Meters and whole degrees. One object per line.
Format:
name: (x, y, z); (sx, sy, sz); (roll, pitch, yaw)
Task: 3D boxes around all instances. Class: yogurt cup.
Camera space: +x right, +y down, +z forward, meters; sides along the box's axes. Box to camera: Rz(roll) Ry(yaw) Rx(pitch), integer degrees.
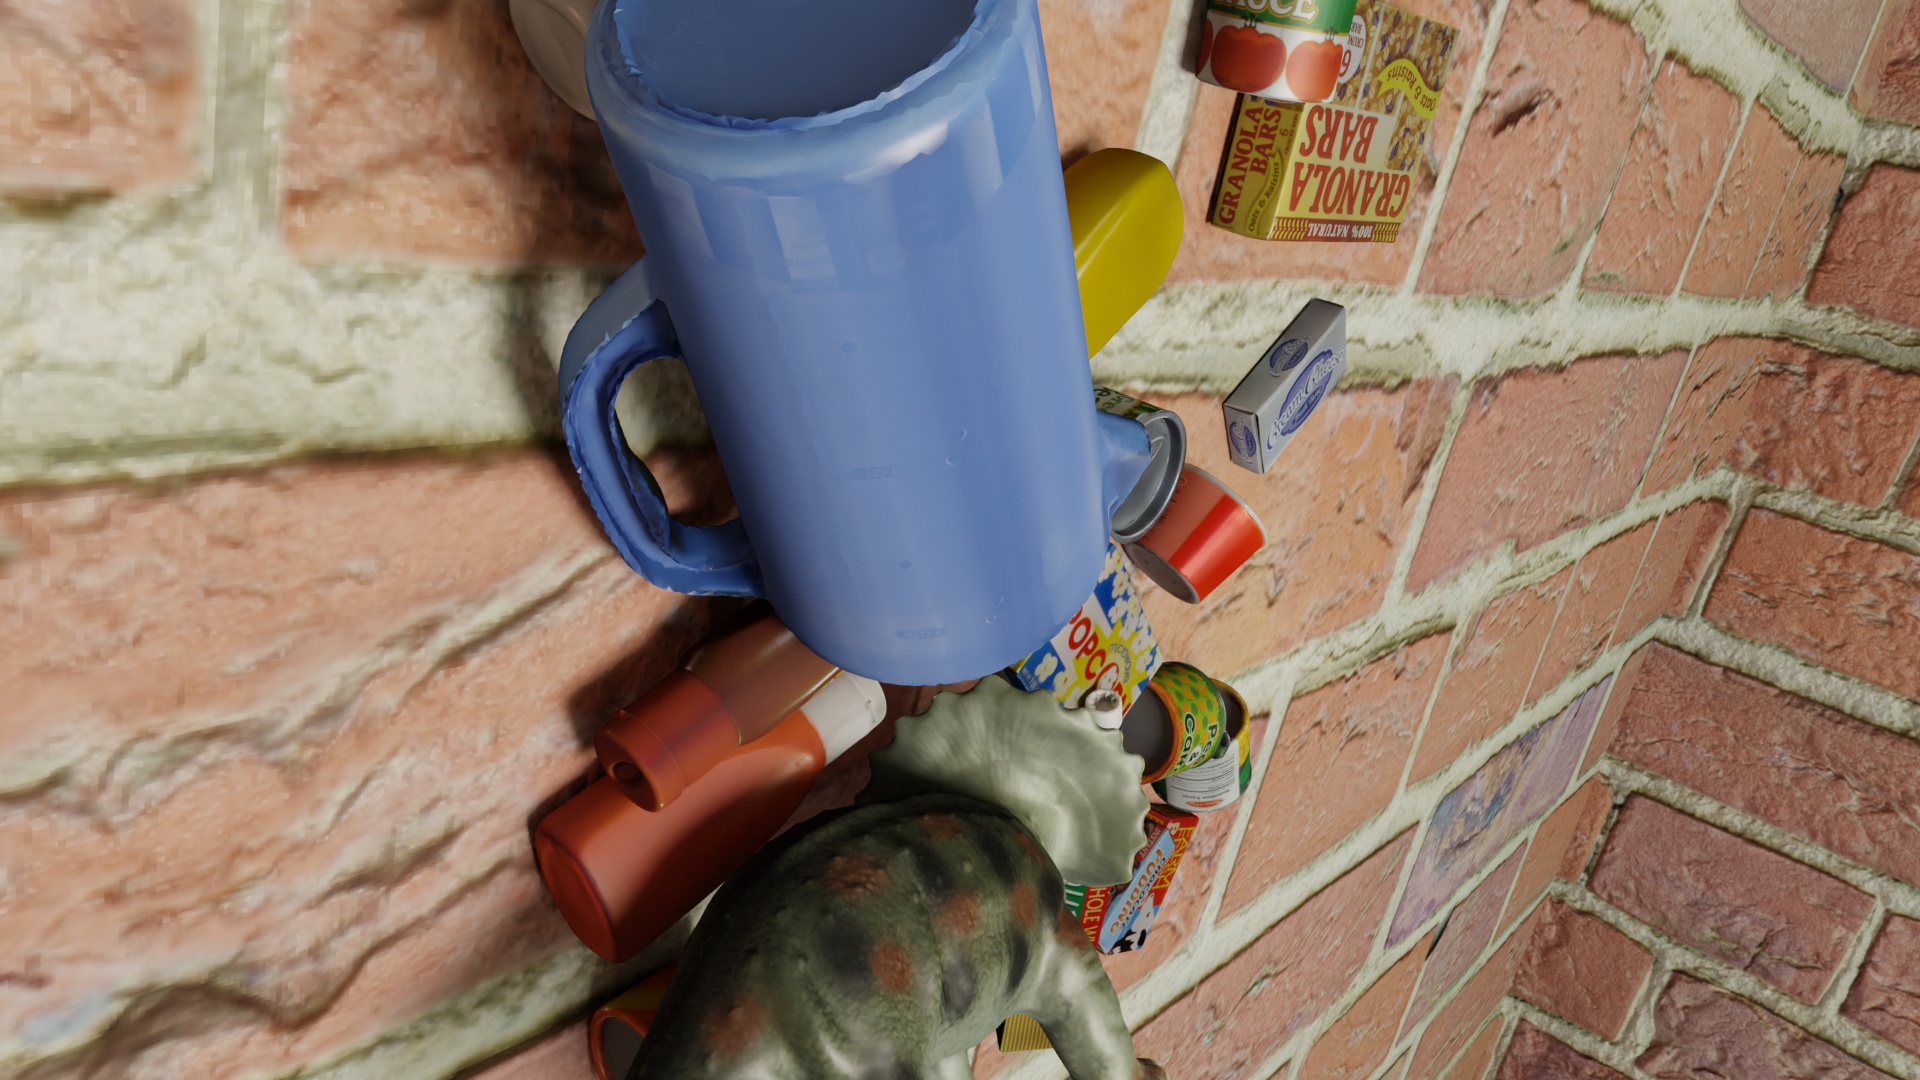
yogurt cup: (0.127, -0.002, 0.767); (0.054, 0.072, 0.072); (-48, 144, -9)

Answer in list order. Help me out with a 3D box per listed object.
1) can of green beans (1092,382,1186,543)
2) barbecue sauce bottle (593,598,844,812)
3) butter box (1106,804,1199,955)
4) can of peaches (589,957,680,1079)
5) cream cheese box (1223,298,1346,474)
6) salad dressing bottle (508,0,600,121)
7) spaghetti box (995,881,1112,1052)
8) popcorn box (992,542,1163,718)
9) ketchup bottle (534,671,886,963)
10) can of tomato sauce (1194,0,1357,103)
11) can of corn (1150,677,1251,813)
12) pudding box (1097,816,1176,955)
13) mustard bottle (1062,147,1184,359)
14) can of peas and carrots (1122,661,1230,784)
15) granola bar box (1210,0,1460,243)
can of green beans: (0.065, -0.040, 0.661); (0.071, 0.058, 0.071); (-32, 135, -39)
barbecue sauce bottle: (-0.069, 0.043, 0.526); (0.149, 0.064, 0.043); (-39, 101, -35)
butter box: (0.124, 0.230, 0.949); (0.053, 0.024, 0.103); (16, 98, -57)
can of peaches: (-0.113, 0.209, 0.577); (0.058, 0.071, 0.071); (-24, 130, -44)
cream cheese box: (0.198, -0.093, 0.838); (0.104, 0.024, 0.053); (-48, 143, -24)
salad dressing bottle: (-0.063, -0.181, 0.409); (0.148, 0.044, 0.064); (-47, 139, -26)
spaghetti box: (0.054, 0.213, 0.790); (0.050, 0.029, 0.248); (-2, 131, -9)
popcorn box: (0.058, 0.059, 0.733); (0.085, 0.038, 0.126); (-52, 145, -17)
ketchup bottle: (-0.092, 0.097, 0.549); (0.149, 0.043, 0.064); (-35, 127, -37)
can of tomato sauce: (0.146, -0.246, 0.628); (0.071, 0.071, 0.082); (-20, 127, -47)
can of corn: (0.150, 0.127, 0.881); (0.071, 0.071, 0.058); (-42, 140, -29)
pudding box: (0.092, 0.209, 0.868); (0.084, 0.050, 0.030); (-51, 143, -19)
mustard bottle: (0.033, -0.099, 0.588); (0.161, 0.049, 0.065); (-48, 143, -21)
can of peas and carrots: (0.115, 0.108, 0.814); (0.059, 0.071, 0.070); (-3, 113, -53)
granola bar box: (0.203, -0.224, 0.746); (0.166, 0.039, 0.123); (-14, 122, -50)
